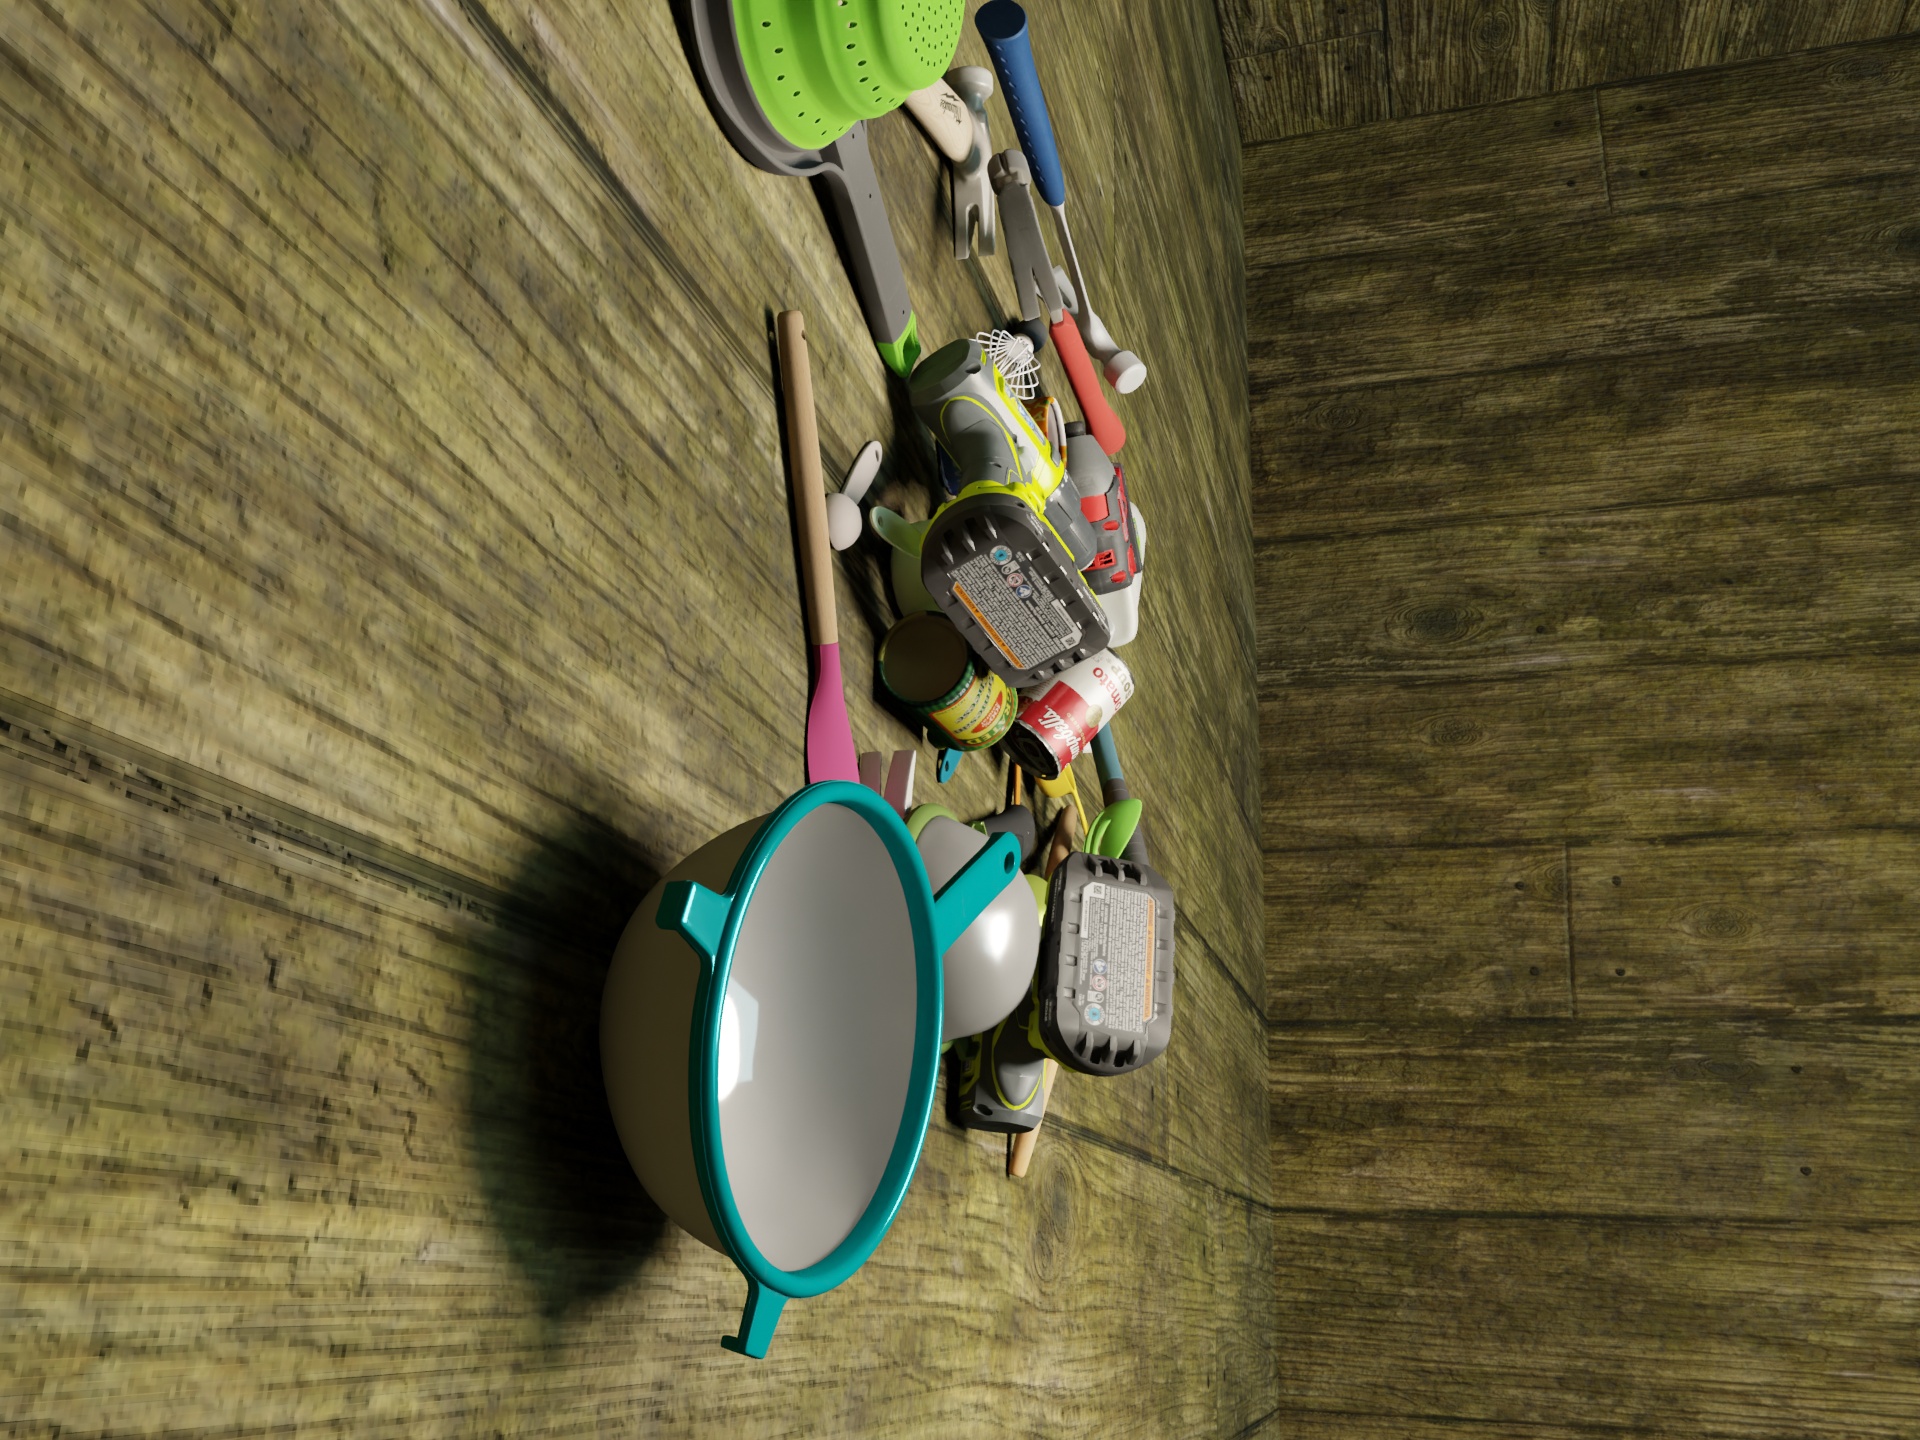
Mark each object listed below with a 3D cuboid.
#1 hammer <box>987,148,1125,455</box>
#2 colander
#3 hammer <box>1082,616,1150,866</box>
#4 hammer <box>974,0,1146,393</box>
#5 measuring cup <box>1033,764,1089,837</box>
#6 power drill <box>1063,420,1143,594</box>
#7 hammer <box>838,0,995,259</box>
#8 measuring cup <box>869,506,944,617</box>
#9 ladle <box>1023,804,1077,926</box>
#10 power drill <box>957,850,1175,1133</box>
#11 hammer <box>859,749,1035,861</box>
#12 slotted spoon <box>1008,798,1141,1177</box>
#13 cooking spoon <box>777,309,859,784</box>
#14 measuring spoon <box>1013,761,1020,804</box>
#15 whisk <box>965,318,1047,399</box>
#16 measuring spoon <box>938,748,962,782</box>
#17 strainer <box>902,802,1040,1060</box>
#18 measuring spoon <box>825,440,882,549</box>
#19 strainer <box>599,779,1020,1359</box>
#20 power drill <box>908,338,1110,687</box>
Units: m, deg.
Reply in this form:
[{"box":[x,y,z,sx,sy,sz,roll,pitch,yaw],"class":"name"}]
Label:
[{"box":[0.092,-0.310,1.336,0.358,0.036,0.149,49,27,-65],"class":"hammer"},{"box":[-0.041,-0.349,0.912,0.396,0.094,0.205,71,34,-53],"class":"colander"},{"box":[0.135,0.068,1.379,0.128,0.033,0.331,103,-18,-47],"class":"hammer"},{"box":[0.073,-0.426,1.304,0.144,0.035,0.405,55,-1,26],"class":"hammer"},{"box":[0.092,0.086,1.360,0.062,0.029,0.156,-6,78,-80],"class":"measuring cup"},{"box":[0.111,-0.179,1.380,0.219,0.078,0.143,-33,112,-83],"class":"power drill"},{"box":[-0.046,-0.438,1.068,0.410,0.038,0.146,3,84,-73],"class":"hammer"},{"box":[-0.037,-0.105,1.026,0.167,0.038,0.083,27,59,-66],"class":"measuring cup"},{"box":[0.067,0.125,1.330,0.320,0.062,0.078,-61,150,-73],"class":"ladle"},{"box":[0.059,0.173,1.058,0.223,0.080,0.171,133,-34,-61],"class":"power drill"},{"box":[-0.002,0.086,1.098,0.334,0.035,0.146,-8,95,-73],"class":"hammer"},{"box":[0.086,0.205,1.263,0.070,0.031,0.314,153,-44,-69],"class":"slotted spoon"},{"box":[-0.079,-0.069,0.901,0.069,0.017,0.319,-32,118,-72],"class":"cooking spoon"},{"box":[0.042,0.066,1.297,0.021,0.011,0.117,77,13,-54],"class":"measuring spoon"},{"box":[0.045,-0.303,1.313,0.285,0.070,0.070,-65,148,-66],"class":"whisk"},{"box":[-0.002,-0.004,1.161,0.042,0.021,0.129,71,31,-42],"class":"measuring spoon"},{"box":[-0.008,0.111,0.898,0.256,0.069,0.151,37,53,-66],"class":"strainer"},{"box":[-0.059,-0.145,0.985,0.124,0.018,0.034,-71,152,-54],"class":"measuring spoon"},{"box":[-0.067,0.114,0.737,0.340,0.095,0.211,-35,122,-64],"class":"strainer"},{"box":[0.039,-0.128,1.056,0.190,0.080,0.229,50,22,-32],"class":"power drill"}]
